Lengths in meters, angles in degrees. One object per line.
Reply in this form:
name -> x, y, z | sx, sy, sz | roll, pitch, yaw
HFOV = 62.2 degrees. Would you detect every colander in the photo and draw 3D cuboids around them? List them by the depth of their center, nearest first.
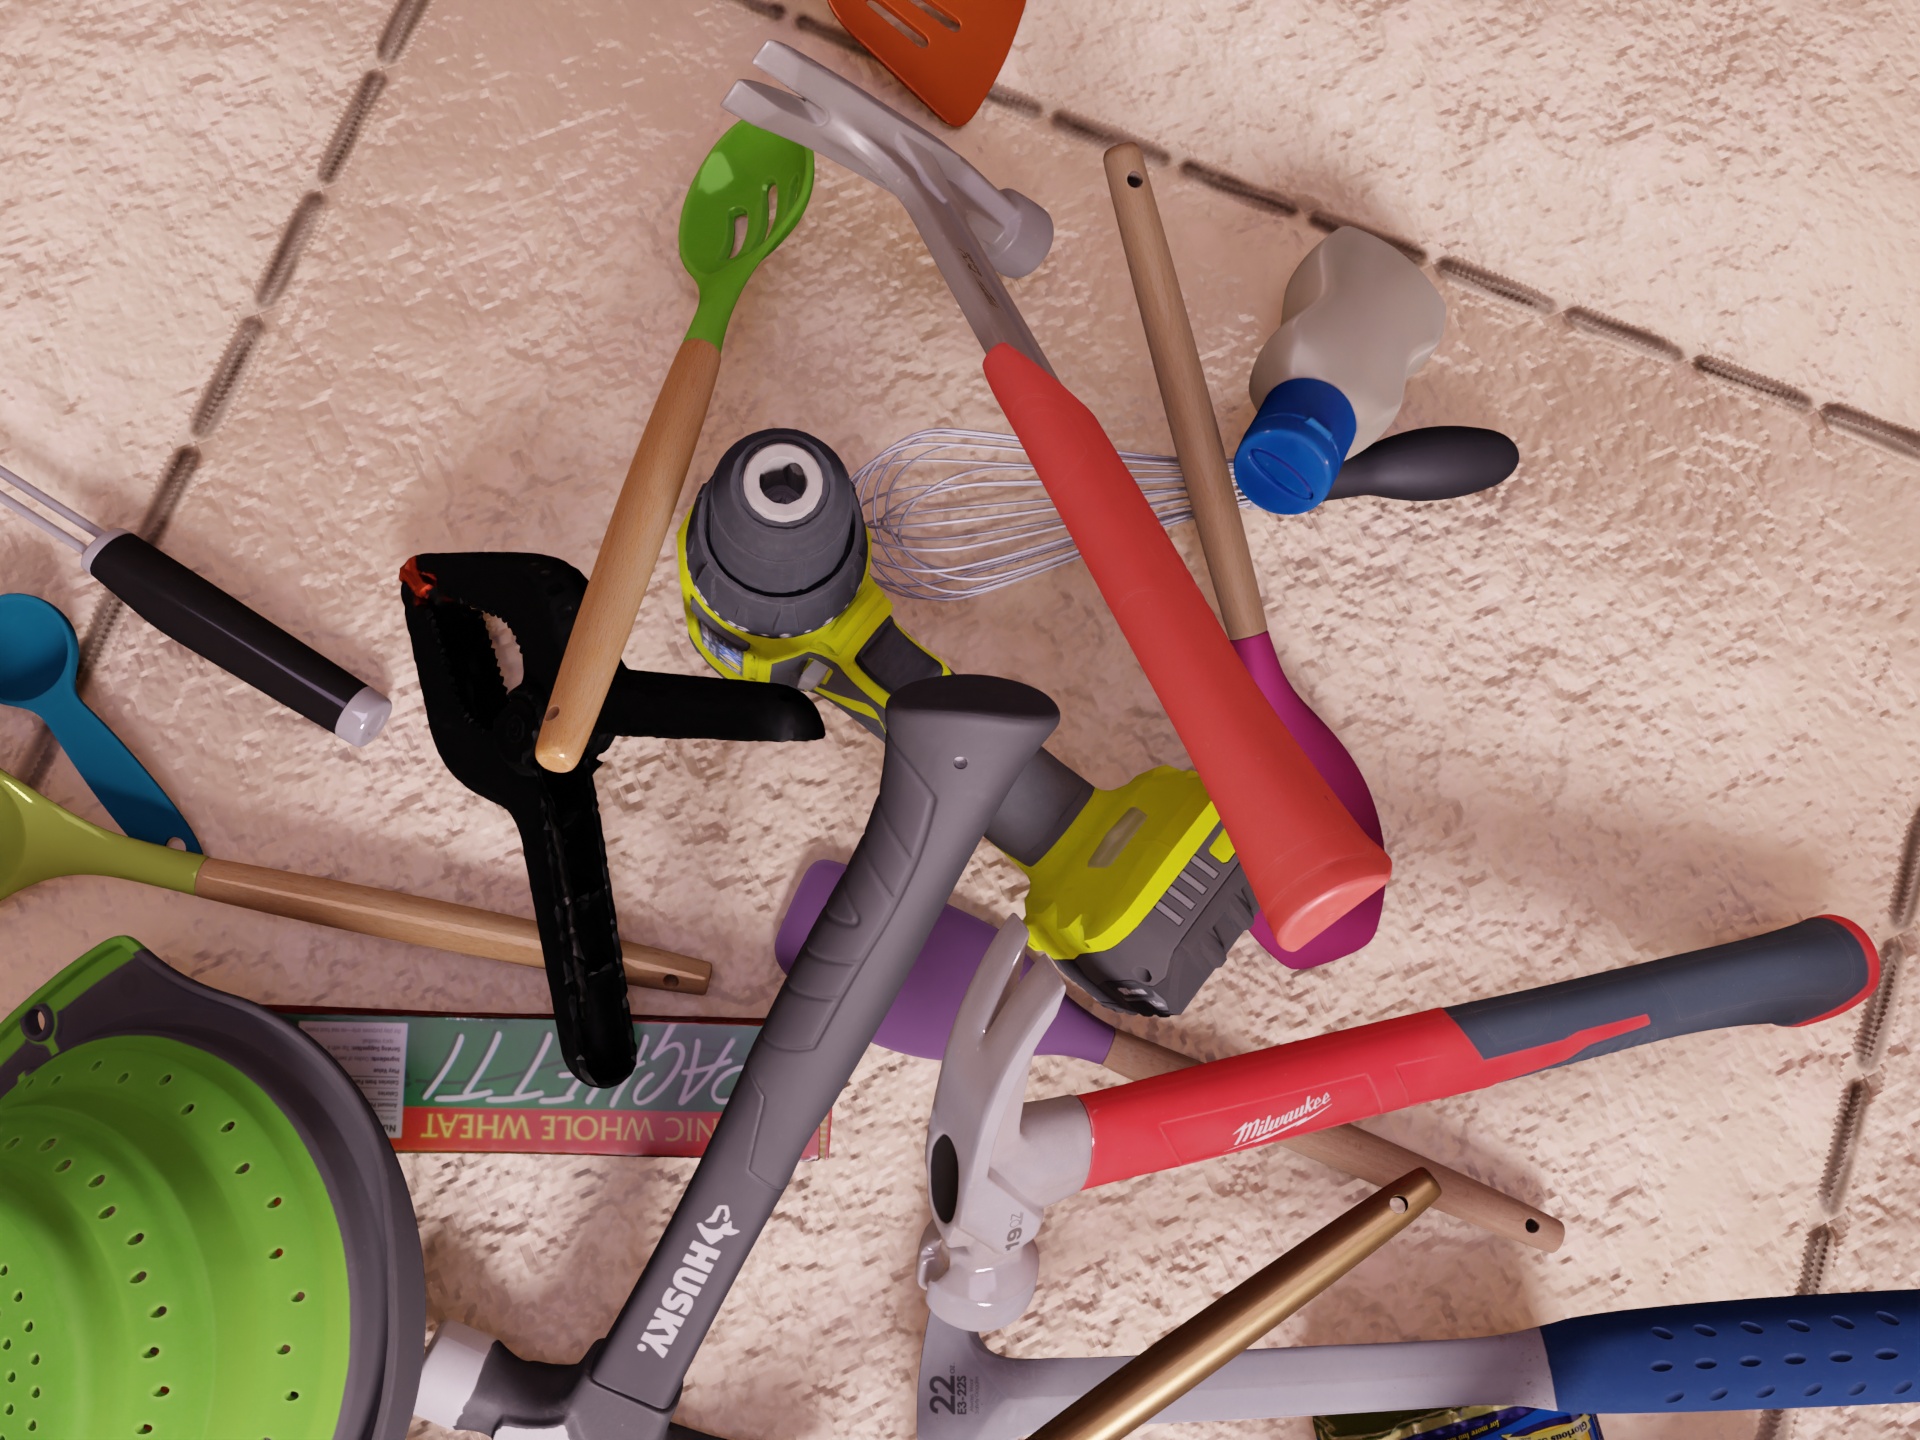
colander -> -0.232, 0.253, 0.470 | 0.204, 0.094, 0.397 | -39, 74, 12

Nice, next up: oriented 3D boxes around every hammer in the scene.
hammer -> -0.055, 0.129, 0.499 | 0.146, 0.035, 0.334 | 26, 112, -5
hammer -> 0.033, -0.086, 0.519 | 0.036, 0.149, 0.359 | -44, 52, 28
hammer -> 0.182, 0.209, 0.527 | 0.405, 0.035, 0.144 | -8, 69, 10
hammer -> 0.172, 0.099, 0.533 | 0.386, 0.143, 0.038 | -7, 36, -24

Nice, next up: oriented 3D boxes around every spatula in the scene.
spatula -> 0.079, 0.136, 0.602 | 0.316, 0.018, 0.060 | 22, 79, 1
spatula -> -0.130, -0.347, 0.675 | 0.322, 0.041, 0.081 | 22, 79, 4

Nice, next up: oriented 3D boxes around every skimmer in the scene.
skimmer -> -0.363, -0.112, 0.579 | 0.363, 0.090, 0.127 | 33, 48, 0

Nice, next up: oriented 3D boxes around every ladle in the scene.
ladle -> 0.028, 0.242, 0.519 | 0.315, 0.031, 0.069 | -35, 68, -3
ladle -> -0.249, 0.067, 0.570 | 0.320, 0.062, 0.078 | 13, 112, -7

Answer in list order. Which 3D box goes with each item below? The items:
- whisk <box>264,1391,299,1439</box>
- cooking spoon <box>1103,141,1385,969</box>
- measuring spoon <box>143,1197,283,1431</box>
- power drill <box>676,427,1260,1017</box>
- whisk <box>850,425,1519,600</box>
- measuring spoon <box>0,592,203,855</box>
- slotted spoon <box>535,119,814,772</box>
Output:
whisk -> -0.154, 0.312, 0.517 | 0.246, 0.057, 0.059 | 42, 46, 20
cooking spoon -> 0.102, -0.057, 0.598 | 0.068, 0.017, 0.319 | -18, 98, -9
measuring spoon -> -0.262, 0.209, 0.570 | 0.021, 0.011, 0.117 | 33, 83, 2
power drill -> -0.001, -0.002, 0.538 | 0.228, 0.190, 0.080 | 40, 78, -1
whisk -> 0.090, -0.092, 0.628 | 0.284, 0.070, 0.070 | -7, 80, -10
measuring spoon -> -0.324, 0.008, 0.600 | 0.042, 0.021, 0.128 | -37, 93, 1
slotted spoon -> -0.101, -0.113, 0.570 | 0.070, 0.031, 0.314 | -15, 48, 31
